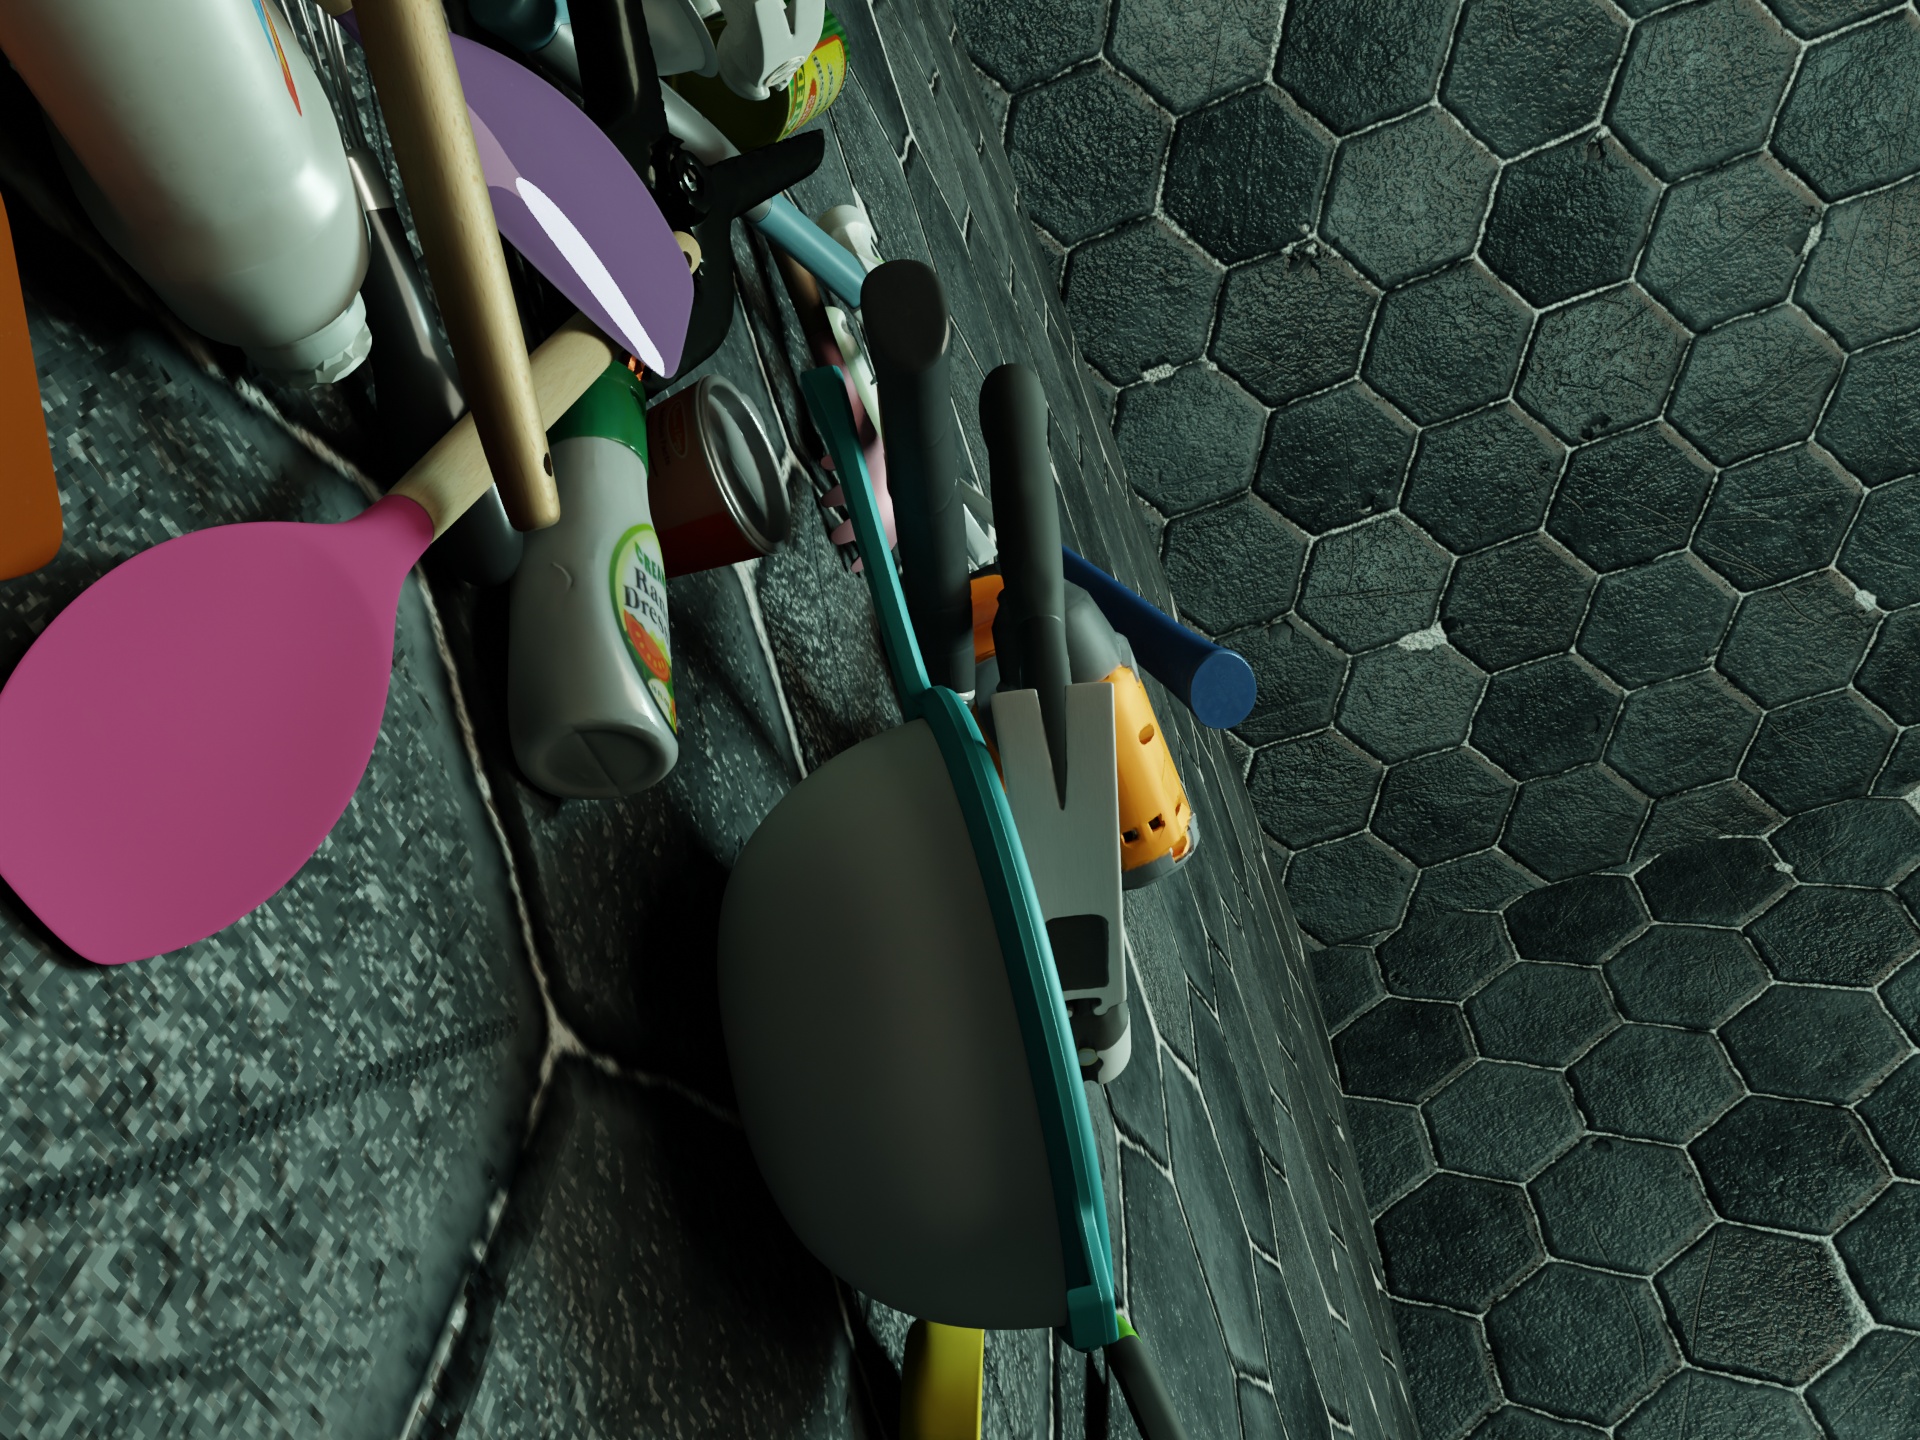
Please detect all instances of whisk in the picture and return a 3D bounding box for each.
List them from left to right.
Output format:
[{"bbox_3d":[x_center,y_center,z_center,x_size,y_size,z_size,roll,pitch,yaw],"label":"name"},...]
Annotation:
[{"bbox_3d":[-0.171,-0.168,0.407,0.070,0.070,0.284,-69,144,-70],"label":"whisk"},{"bbox_3d":[-0.030,-0.129,0.935,0.246,0.059,0.058,66,15,-4],"label":"whisk"}]

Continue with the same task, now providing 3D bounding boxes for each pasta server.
[{"bbox_3d":[-0.093,-0.232,0.871,0.060,0.040,0.316,8,60,-75],"label":"pasta server"}]

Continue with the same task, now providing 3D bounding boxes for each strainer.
[{"bbox_3d":[-0.133,-0.325,0.639,0.087,0.050,0.258,43,-14,-2],"label":"strainer"},{"bbox_3d":[-0.041,0.041,0.522,0.211,0.095,0.341,100,-24,-73],"label":"strainer"}]

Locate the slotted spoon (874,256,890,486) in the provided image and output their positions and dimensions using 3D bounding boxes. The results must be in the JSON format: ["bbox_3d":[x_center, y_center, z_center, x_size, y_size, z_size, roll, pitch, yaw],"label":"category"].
[{"bbox_3d":[-0.037,-0.188,0.884,0.070,0.031,0.314,45,21,-33],"label":"slotted spoon"}]

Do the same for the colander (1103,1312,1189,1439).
[{"bbox_3d":[0.083,0.382,0.651,0.397,0.094,0.204,-127,-167,-72],"label":"colander"}]

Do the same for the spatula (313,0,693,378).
[{"bbox_3d":[-0.158,-0.187,0.363,0.315,0.018,0.060,40,48,-51],"label":"spatula"}]

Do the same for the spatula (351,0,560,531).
[{"bbox_3d":[-0.143,-0.194,0.342,0.082,0.044,0.317,-77,156,-74],"label":"spatula"}]

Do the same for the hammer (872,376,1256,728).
[{"bbox_3d":[0.049,-0.090,0.902,0.406,0.035,0.144,48,-15,57],"label":"hammer"}]

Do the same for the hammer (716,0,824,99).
[{"bbox_3d":[-0.172,-0.462,0.651,0.410,0.038,0.146,61,-5,-15],"label":"hammer"}]

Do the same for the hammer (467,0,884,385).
[{"bbox_3d":[-0.105,-0.248,0.731,0.128,0.033,0.330,62,17,20],"label":"hammer"}]

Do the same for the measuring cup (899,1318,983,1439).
[{"bbox_3d":[-0.006,0.231,0.597,0.156,0.029,0.062,-98,-170,-88],"label":"measuring cup"}]

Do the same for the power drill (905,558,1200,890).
[{"bbox_3d":[0.034,-0.019,0.802,0.164,0.084,0.227,67,-10,-16],"label":"power drill"}]

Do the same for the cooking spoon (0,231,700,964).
[{"bbox_3d":[-0.126,-0.061,0.397,0.319,0.017,0.068,-69,141,-51],"label":"cooking spoon"}]

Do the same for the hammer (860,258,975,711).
[{"bbox_3d":[-0.001,-0.002,0.670,0.149,0.036,0.408,-100,-178,-46],"label":"hammer"}]

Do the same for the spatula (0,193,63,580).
[{"bbox_3d":[-0.226,-0.176,0.257,0.081,0.041,0.322,-35,102,-77],"label":"spatula"}]

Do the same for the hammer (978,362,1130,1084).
[{"bbox_3d":[0.029,-0.042,0.596,0.335,0.035,0.146,-93,176,-49],"label":"hammer"}]
